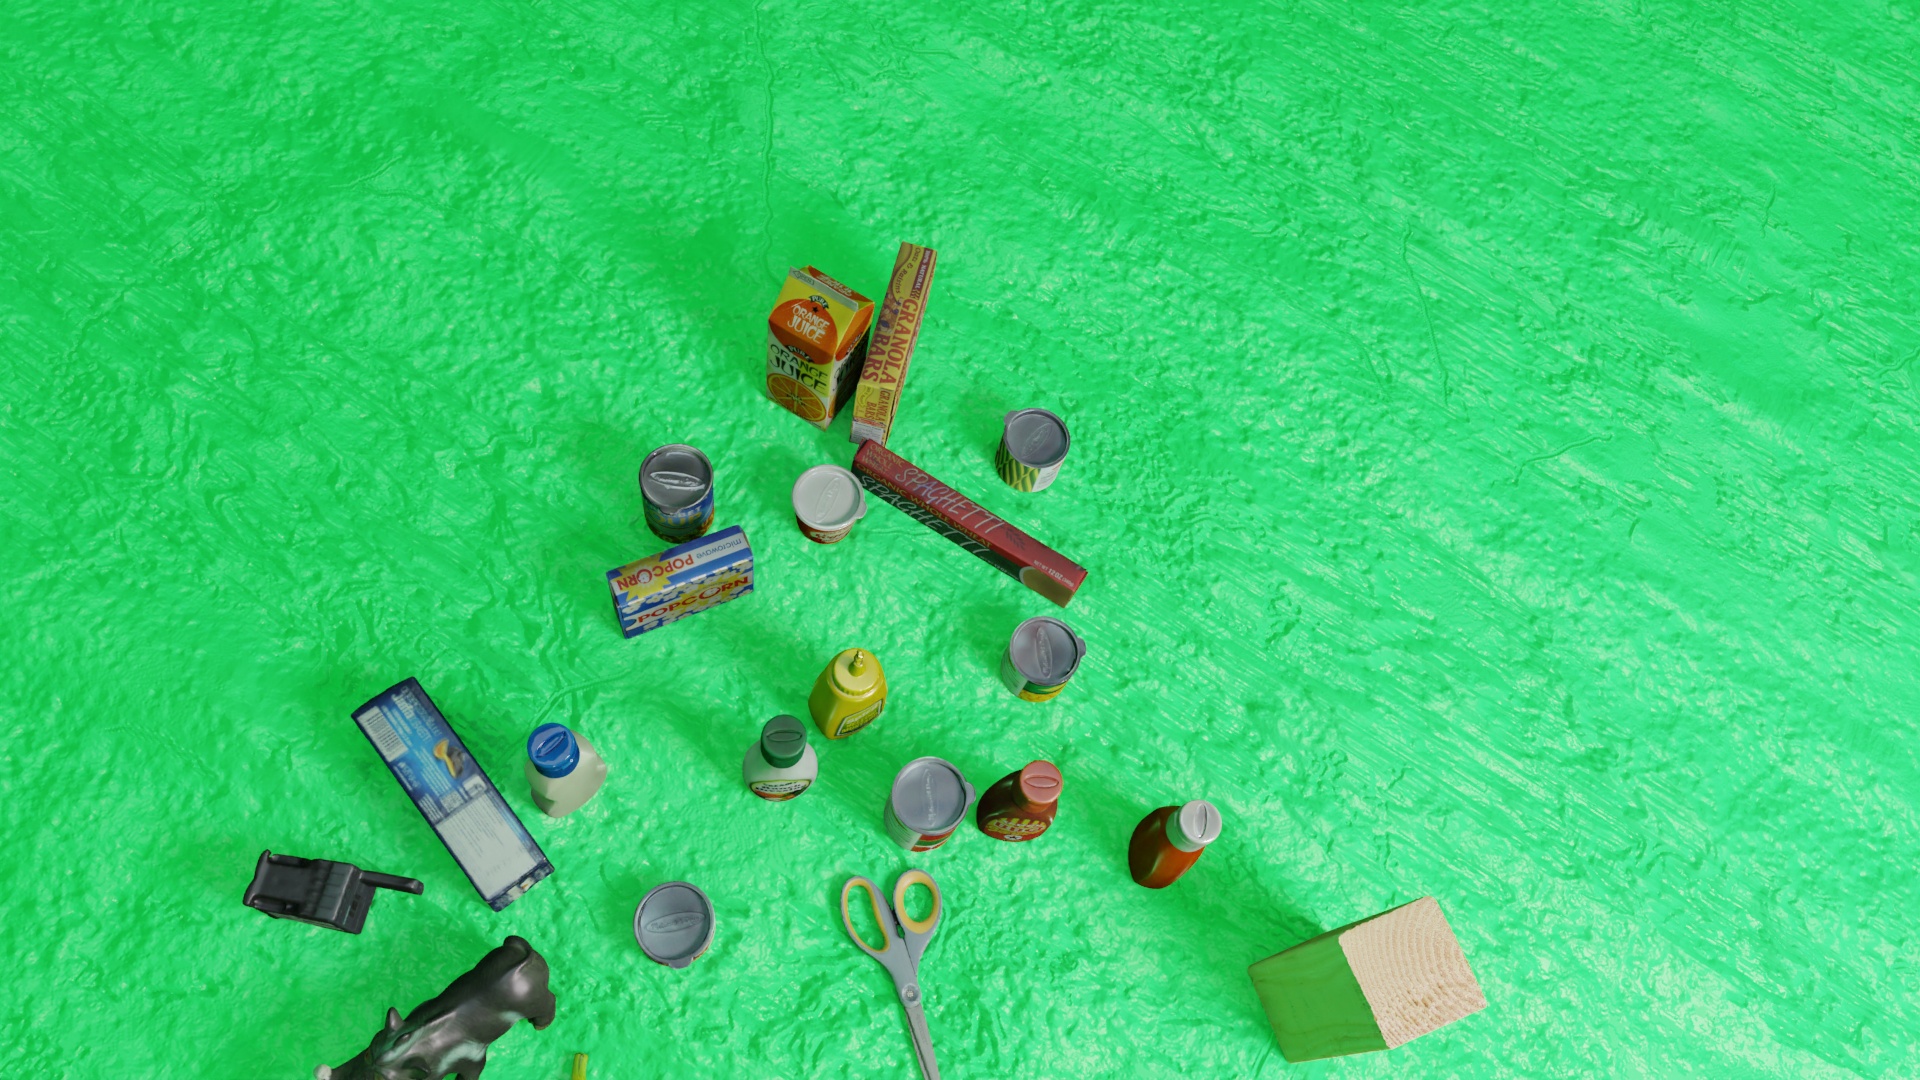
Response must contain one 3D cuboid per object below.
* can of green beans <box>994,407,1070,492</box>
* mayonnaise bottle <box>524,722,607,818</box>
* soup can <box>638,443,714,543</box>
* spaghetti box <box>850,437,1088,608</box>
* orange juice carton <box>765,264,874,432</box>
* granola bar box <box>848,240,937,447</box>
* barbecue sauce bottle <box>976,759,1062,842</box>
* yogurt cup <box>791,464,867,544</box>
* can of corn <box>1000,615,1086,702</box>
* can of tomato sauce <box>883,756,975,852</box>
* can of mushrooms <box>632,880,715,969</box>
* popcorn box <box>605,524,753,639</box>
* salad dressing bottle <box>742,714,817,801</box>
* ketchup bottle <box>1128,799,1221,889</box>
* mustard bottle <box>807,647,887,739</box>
[{"bbox_3d":[0.070,-0.089,1.367,0.071,0.057,0.071,3,66,-8],"label":"can of green beans"},{"bbox_3d":[-0.325,0.185,1.134,0.041,0.147,0.065,44,68,11],"label":"mayonnaise bottle"},{"bbox_3d":[-0.261,-0.039,1.278,0.071,0.083,0.071,3,66,-8],"label":"soup can"},{"bbox_3d":[0.005,-0.017,1.329,0.250,0.050,0.029,31,66,5],"label":"spaghetti box"},{"bbox_3d":[-0.133,-0.188,1.304,0.072,0.191,0.073,31,66,5],"label":"orange juice carton"},{"bbox_3d":[-0.065,-0.188,1.352,0.039,0.123,0.166,15,65,-2],"label":"granola bar box"},{"bbox_3d":[0.054,0.221,1.179,0.065,0.148,0.044,7,66,-6],"label":"barbecue sauce bottle"},{"bbox_3d":[-0.127,-0.031,1.312,0.072,0.053,0.072,3,66,-8],"label":"yogurt cup"},{"bbox_3d":[0.075,0.110,1.280,0.071,0.058,0.071,3,66,-8],"label":"can of corn"},{"bbox_3d":[-0.029,0.229,1.198,0.071,0.082,0.071,3,66,-8],"label":"can of tomato sauce"},{"bbox_3d":[-0.236,0.321,1.152,0.071,0.033,0.071,3,66,-8],"label":"can of mushrooms"},{"bbox_3d":[-0.249,0.038,1.246,0.127,0.085,0.038,-21,72,-17],"label":"popcorn box"},{"bbox_3d":[-0.150,0.182,1.164,0.064,0.147,0.044,0,67,-9],"label":"salad dressing bottle"},{"bbox_3d":[0.182,0.254,1.184,0.043,0.148,0.065,11,66,-4],"label":"ketchup bottle"},{"bbox_3d":[-0.094,0.126,1.190,0.065,0.159,0.049,-27,73,-18],"label":"mustard bottle"}]
